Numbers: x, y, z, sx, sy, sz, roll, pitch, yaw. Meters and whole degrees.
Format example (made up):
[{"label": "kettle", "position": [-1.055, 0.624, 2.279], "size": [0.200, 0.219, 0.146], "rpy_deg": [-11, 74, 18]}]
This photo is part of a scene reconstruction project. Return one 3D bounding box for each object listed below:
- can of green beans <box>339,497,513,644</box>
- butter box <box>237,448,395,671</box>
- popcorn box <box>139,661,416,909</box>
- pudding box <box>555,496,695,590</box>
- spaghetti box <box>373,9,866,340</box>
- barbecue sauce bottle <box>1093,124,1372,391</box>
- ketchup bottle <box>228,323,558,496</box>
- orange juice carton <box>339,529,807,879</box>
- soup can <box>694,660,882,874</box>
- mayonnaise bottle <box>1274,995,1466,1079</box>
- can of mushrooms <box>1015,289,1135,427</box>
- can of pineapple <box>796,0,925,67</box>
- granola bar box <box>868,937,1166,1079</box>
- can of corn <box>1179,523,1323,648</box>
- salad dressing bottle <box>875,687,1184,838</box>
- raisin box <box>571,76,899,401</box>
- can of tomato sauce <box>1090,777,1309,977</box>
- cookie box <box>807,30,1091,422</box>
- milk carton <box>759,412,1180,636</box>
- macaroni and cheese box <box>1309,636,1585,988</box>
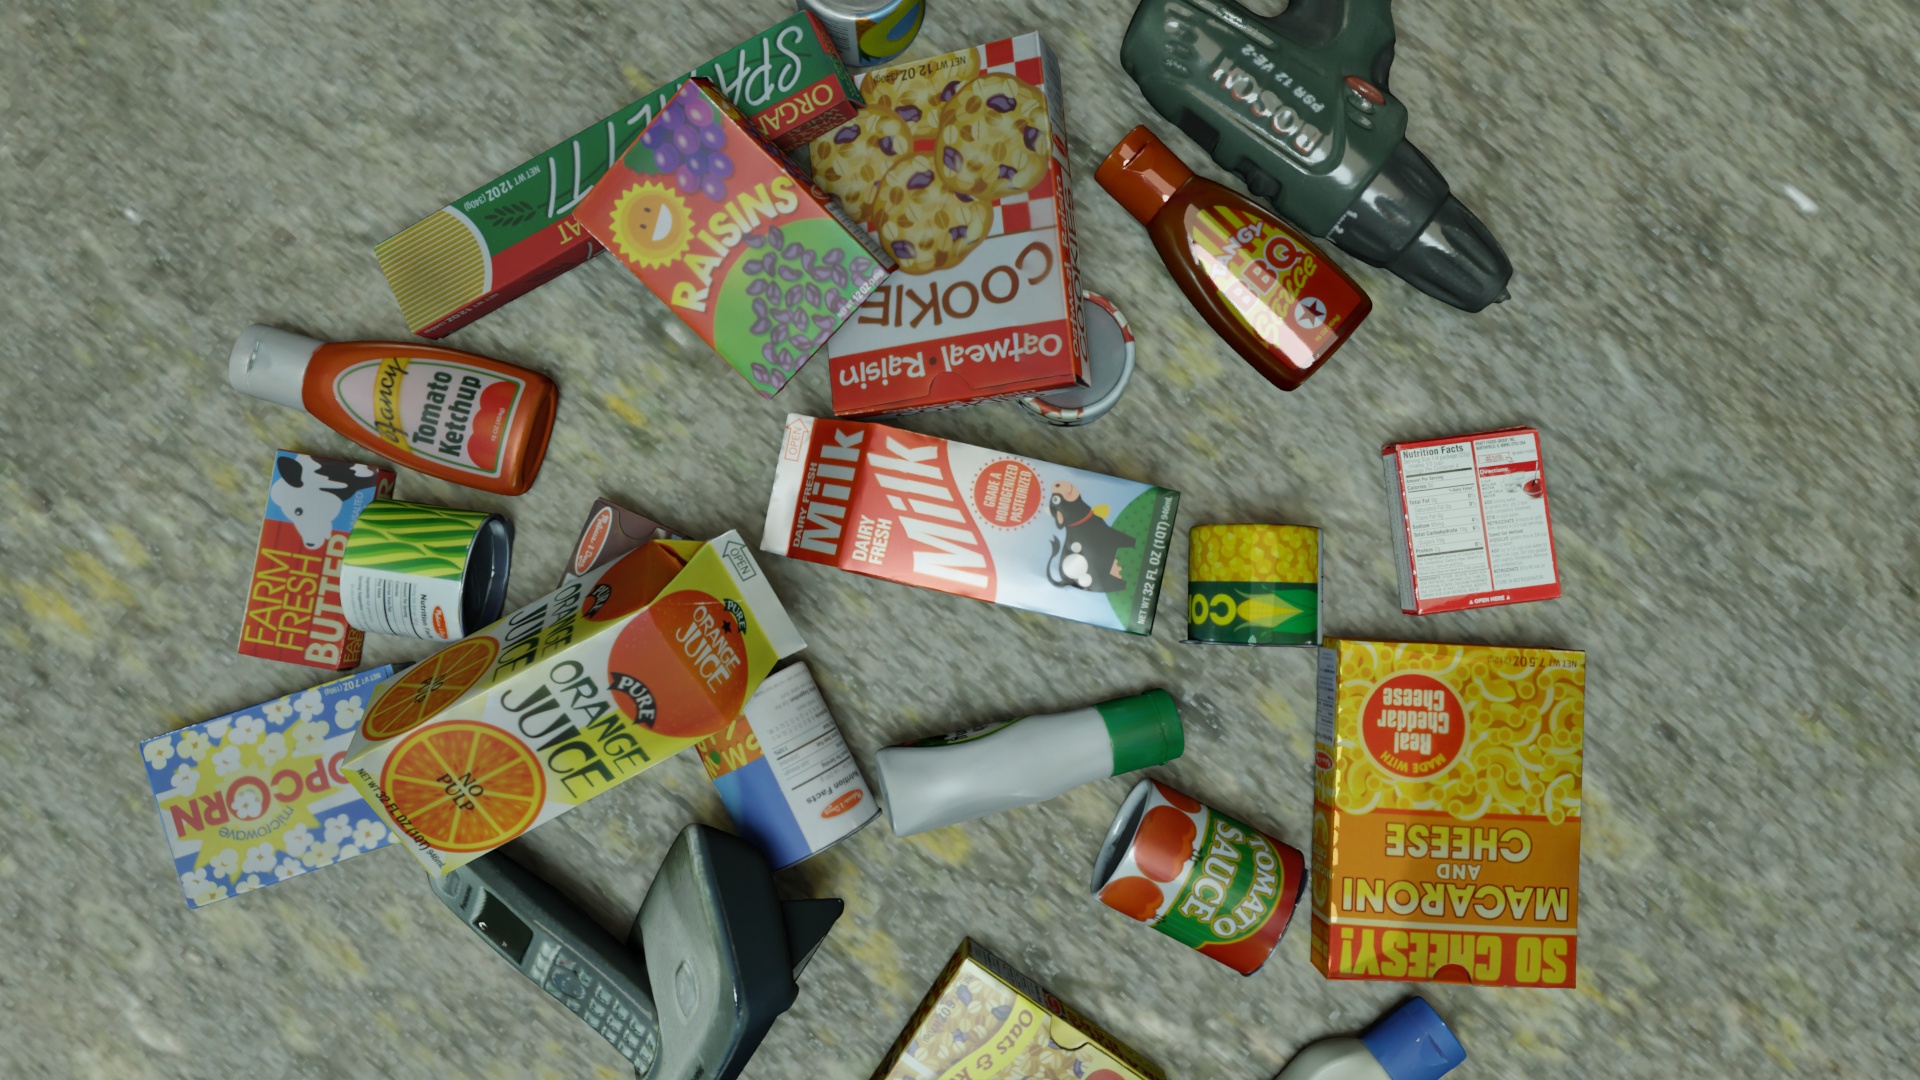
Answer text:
[{"label": "can of green beans", "position": [-0.257, 0.015, 0.670], "size": [0.058, 0.071, 0.071], "rpy_deg": [9, 88, -1]}, {"label": "butter box", "position": [-0.319, 0.010, 0.690], "size": [0.053, 0.024, 0.103], "rpy_deg": [10, 87, -1]}, {"label": "popcorn box", "position": [-0.320, 0.118, 0.678], "size": [0.127, 0.038, 0.085], "rpy_deg": [-18, 87, -2]}, {"label": "pudding box", "position": [-0.172, 0.026, 0.690], "size": [0.050, 0.030, 0.083], "rpy_deg": [23, 87, 1]}, {"label": "spaghetti box", "position": [-0.168, -0.176, 0.676], "size": [0.250, 0.029, 0.050], "rpy_deg": [-25, 89, 9]}, {"label": "barbecue sauce bottle", "position": [0.133, -0.146, 0.699], "size": [0.148, 0.043, 0.065], "rpy_deg": [43, 89, 1]}, {"label": "ketchup bottle", "position": [-0.279, -0.070, 0.685], "size": [0.149, 0.043, 0.064], "rpy_deg": [15, 88, 0]}, {"label": "orange juice carton", "position": [-0.170, 0.066, 0.630], "size": [0.193, 0.073, 0.071], "rpy_deg": [-28, 116, 2]}, {"label": "soup can", "position": [-0.088, 0.110, 0.672], "size": [0.071, 0.071, 0.084], "rpy_deg": [-27, 88, -2]}, {"label": "mayonnaise bottle", "position": [0.178, 0.282, 0.683], "size": [0.148, 0.041, 0.065], "rpy_deg": [-36, 87, -2]}, {"label": "can of mushrooms", "position": [0.052, -0.093, 0.699], "size": [0.071, 0.033, 0.071], "rpy_deg": [0, 88, 0]}, {"label": "can of pineapple", "position": [-0.050, -0.280, 0.692], "size": [0.071, 0.058, 0.071], "rpy_deg": [0, 88, -1]}, {"label": "granola bar box", "position": [0.007, 0.301, 0.678], "size": [0.124, 0.039, 0.165], "rpy_deg": [35, 87, 0]}, {"label": "can of corn", "position": [0.142, 0.022, 0.680], "size": [0.071, 0.071, 0.058], "rpy_deg": [2, 87, -1]}, {"label": "salad dressing bottle", "position": [0.034, 0.106, 0.679], "size": [0.148, 0.064, 0.044], "rpy_deg": [-12, 78, -10]}, {"label": "raisin box", "position": [-0.102, -0.139, 0.641], "size": [0.123, 0.040, 0.086], "rpy_deg": [43, 105, -9]}, {"label": "can of tomato sauce", "position": [0.114, 0.161, 0.672], "size": [0.083, 0.071, 0.071], "rpy_deg": [27, 87, 0]}, {"label": "cookie box", "position": [-0.007, -0.148, 0.674], "size": [0.123, 0.040, 0.167], "rpy_deg": [-7, 85, 19]}, {"label": "milk carton", "position": [0.002, -0.008, 0.675], "size": [0.191, 0.073, 0.072], "rpy_deg": [12, 88, -1]}, {"label": "macaroni and cheese box", "position": [0.241, 0.134, 0.691], "size": [0.124, 0.040, 0.166], "rpy_deg": [3, 87, -1]}]
